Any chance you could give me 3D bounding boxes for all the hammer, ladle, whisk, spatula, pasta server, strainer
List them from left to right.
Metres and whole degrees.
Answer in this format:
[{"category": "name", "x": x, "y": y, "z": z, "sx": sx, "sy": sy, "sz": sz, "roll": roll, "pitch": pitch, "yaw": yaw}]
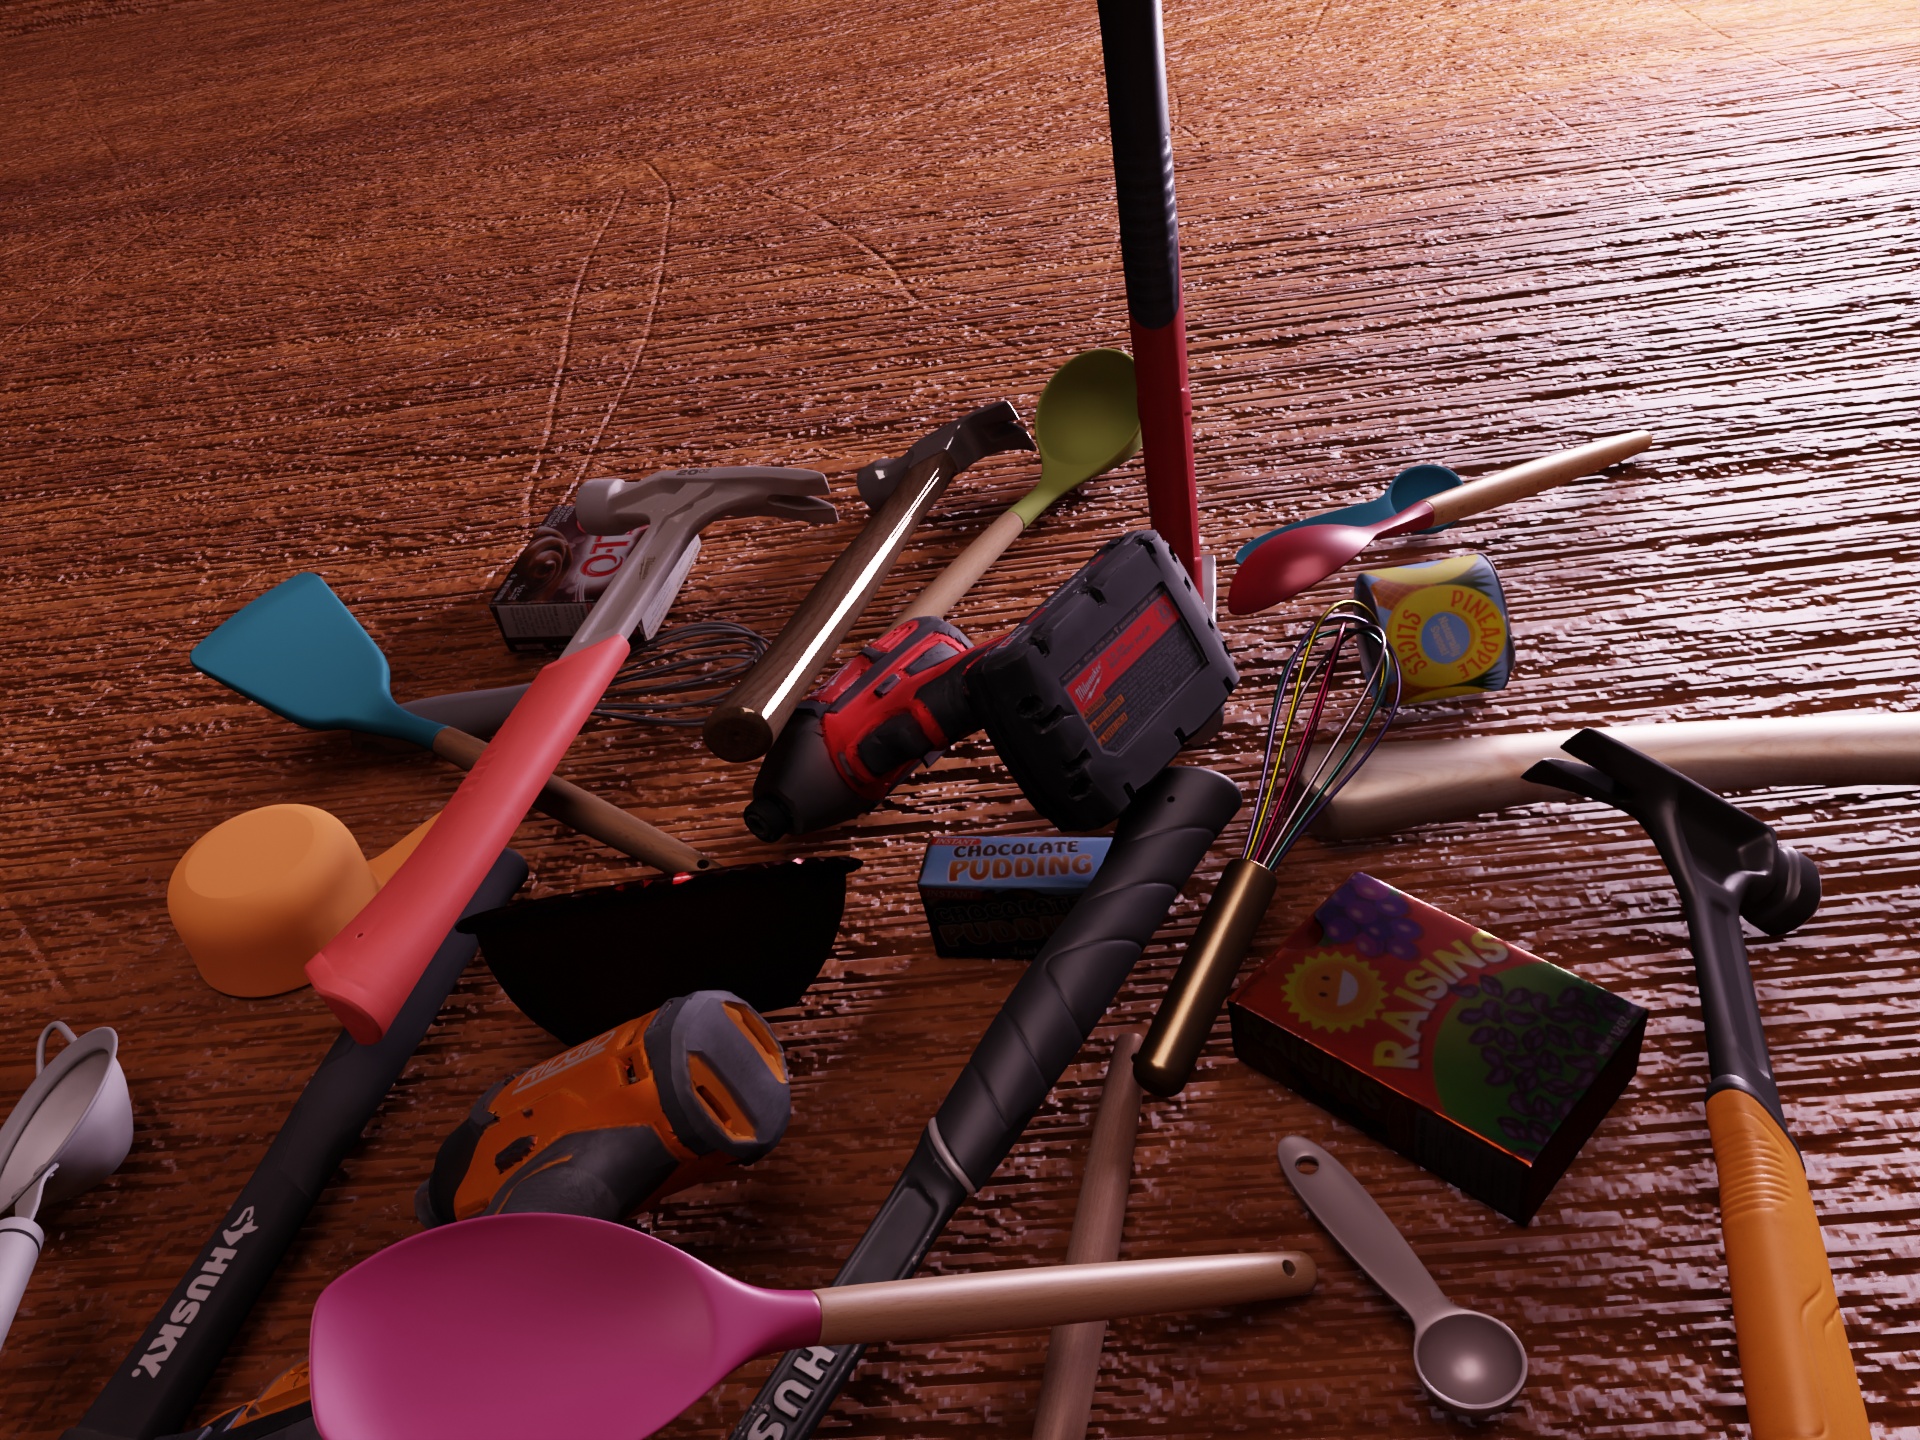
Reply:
[{"category": "strainer", "x": -0.346, "y": 0.190, "z": 0.585, "sx": 0.087, "sy": 0.050, "sz": 0.259, "roll": -45, "pitch": 25, "yaw": 2}, {"category": "hammer", "x": -0.255, "y": 0.174, "z": 0.628, "sx": 0.146, "sy": 0.035, "sz": 0.335, "roll": 2, "pitch": 40, "yaw": 17}, {"category": "spatula", "x": -0.241, "y": 0.013, "z": 0.784, "sx": 0.318, "sy": 0.044, "sz": 0.082, "roll": 23, "pitch": 50, "yaw": 23}, {"category": "whisk", "x": -0.209, "y": -0.010, "z": 0.836, "sx": 0.239, "sy": 0.055, "sz": 0.055, "roll": -10, "pitch": 39, "yaw": 9}, {"category": "hammer", "x": -0.184, "y": -0.004, "z": 0.749, "sx": 0.149, "sy": 0.036, "sz": 0.359, "roll": 2, "pitch": 45, "yaw": 21}, {"category": "hammer", "x": -0.047, "y": -0.082, "z": 0.814, "sx": 0.130, "sy": 0.031, "sz": 0.331, "roll": -24, "pitch": 22, "yaw": 31}, {"category": "hammer", "x": -0.010, "y": 0.165, "z": 0.537, "sx": 0.149, "sy": 0.036, "sz": 0.409, "roll": 19, "pitch": 56, "yaw": 31}, {"category": "ladle", "x": 0.012, "y": -0.107, "z": 0.890, "sx": 0.078, "sy": 0.062, "sz": 0.320, "roll": 13, "pitch": 47, "yaw": 36}, {"category": "pasta server", "x": 0.036, "y": 0.220, "z": 0.501, "sx": 0.060, "sy": 0.040, "sz": 0.316, "roll": 34, "pitch": 39, "yaw": -12}, {"category": "hammer", "x": 0.086, "y": -0.178, "z": 0.694, "sx": 0.038, "sy": 0.385, "sz": 0.143, "roll": -3, "pitch": 39, "yaw": 11}, {"category": "whisk", "x": 0.124, "y": 0.043, "z": 0.649, "sx": 0.051, "sy": 0.047, "sz": 0.245, "roll": 16, "pitch": 57, "yaw": 26}, {"category": "ladle", "x": 0.258, "y": -0.111, "z": 0.821, "sx": 0.315, "sy": 0.031, "sz": 0.069, "roll": -20, "pitch": 7, "yaw": -29}, {"category": "hammer", "x": 0.250, "y": 0.148, "z": 0.504, "sx": 0.127, "sy": 0.034, "sz": 0.337, "roll": 28, "pitch": 44, "yaw": -15}, {"category": "hammer", "x": 0.349, "y": 0.008, "z": 0.685, "sx": 0.410, "sy": 0.038, "sz": 0.146, "roll": -3, "pitch": 38, "yaw": 10}]

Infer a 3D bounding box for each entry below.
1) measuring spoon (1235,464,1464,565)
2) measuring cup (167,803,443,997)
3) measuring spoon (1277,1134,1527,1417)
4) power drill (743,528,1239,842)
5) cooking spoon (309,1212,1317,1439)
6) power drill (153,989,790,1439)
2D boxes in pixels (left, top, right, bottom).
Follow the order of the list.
[{"category": "measuring spoon", "x": 0.213, "y": -0.104, "z": 0.872, "sx": 0.128, "sy": 0.021, "sz": 0.042, "roll": -18, "pitch": 61, "yaw": 5}, {"category": "measuring cup", "x": -0.292, "y": 0.057, "z": 0.762, "sx": 0.173, "sy": 0.052, "sz": 0.095, "roll": -37, "pitch": 45, "yaw": -27}, {"category": "measuring spoon", "x": 0.144, "y": 0.186, "z": 0.539, "sx": 0.034, "sy": 0.018, "sz": 0.124, "roll": -22, "pitch": 33, "yaw": -13}, {"category": "power drill", "x": -0.001, "y": -0.002, "z": 0.693, "sx": 0.143, "sy": 0.078, "sz": 0.220, "roll": -43, "pitch": 18, "yaw": -34}, {"category": "cooking spoon", "x": -0.020, "y": 0.173, "z": 0.463, "sx": 0.318, "sy": 0.017, "sz": 0.069, "roll": 6, "pitch": 48, "yaw": -29}, {"category": "power drill", "x": -0.160, "y": 0.188, "z": 0.507, "sx": 0.164, "sy": 0.084, "sz": 0.227, "roll": -28, "pitch": 15, "yaw": 26}]
